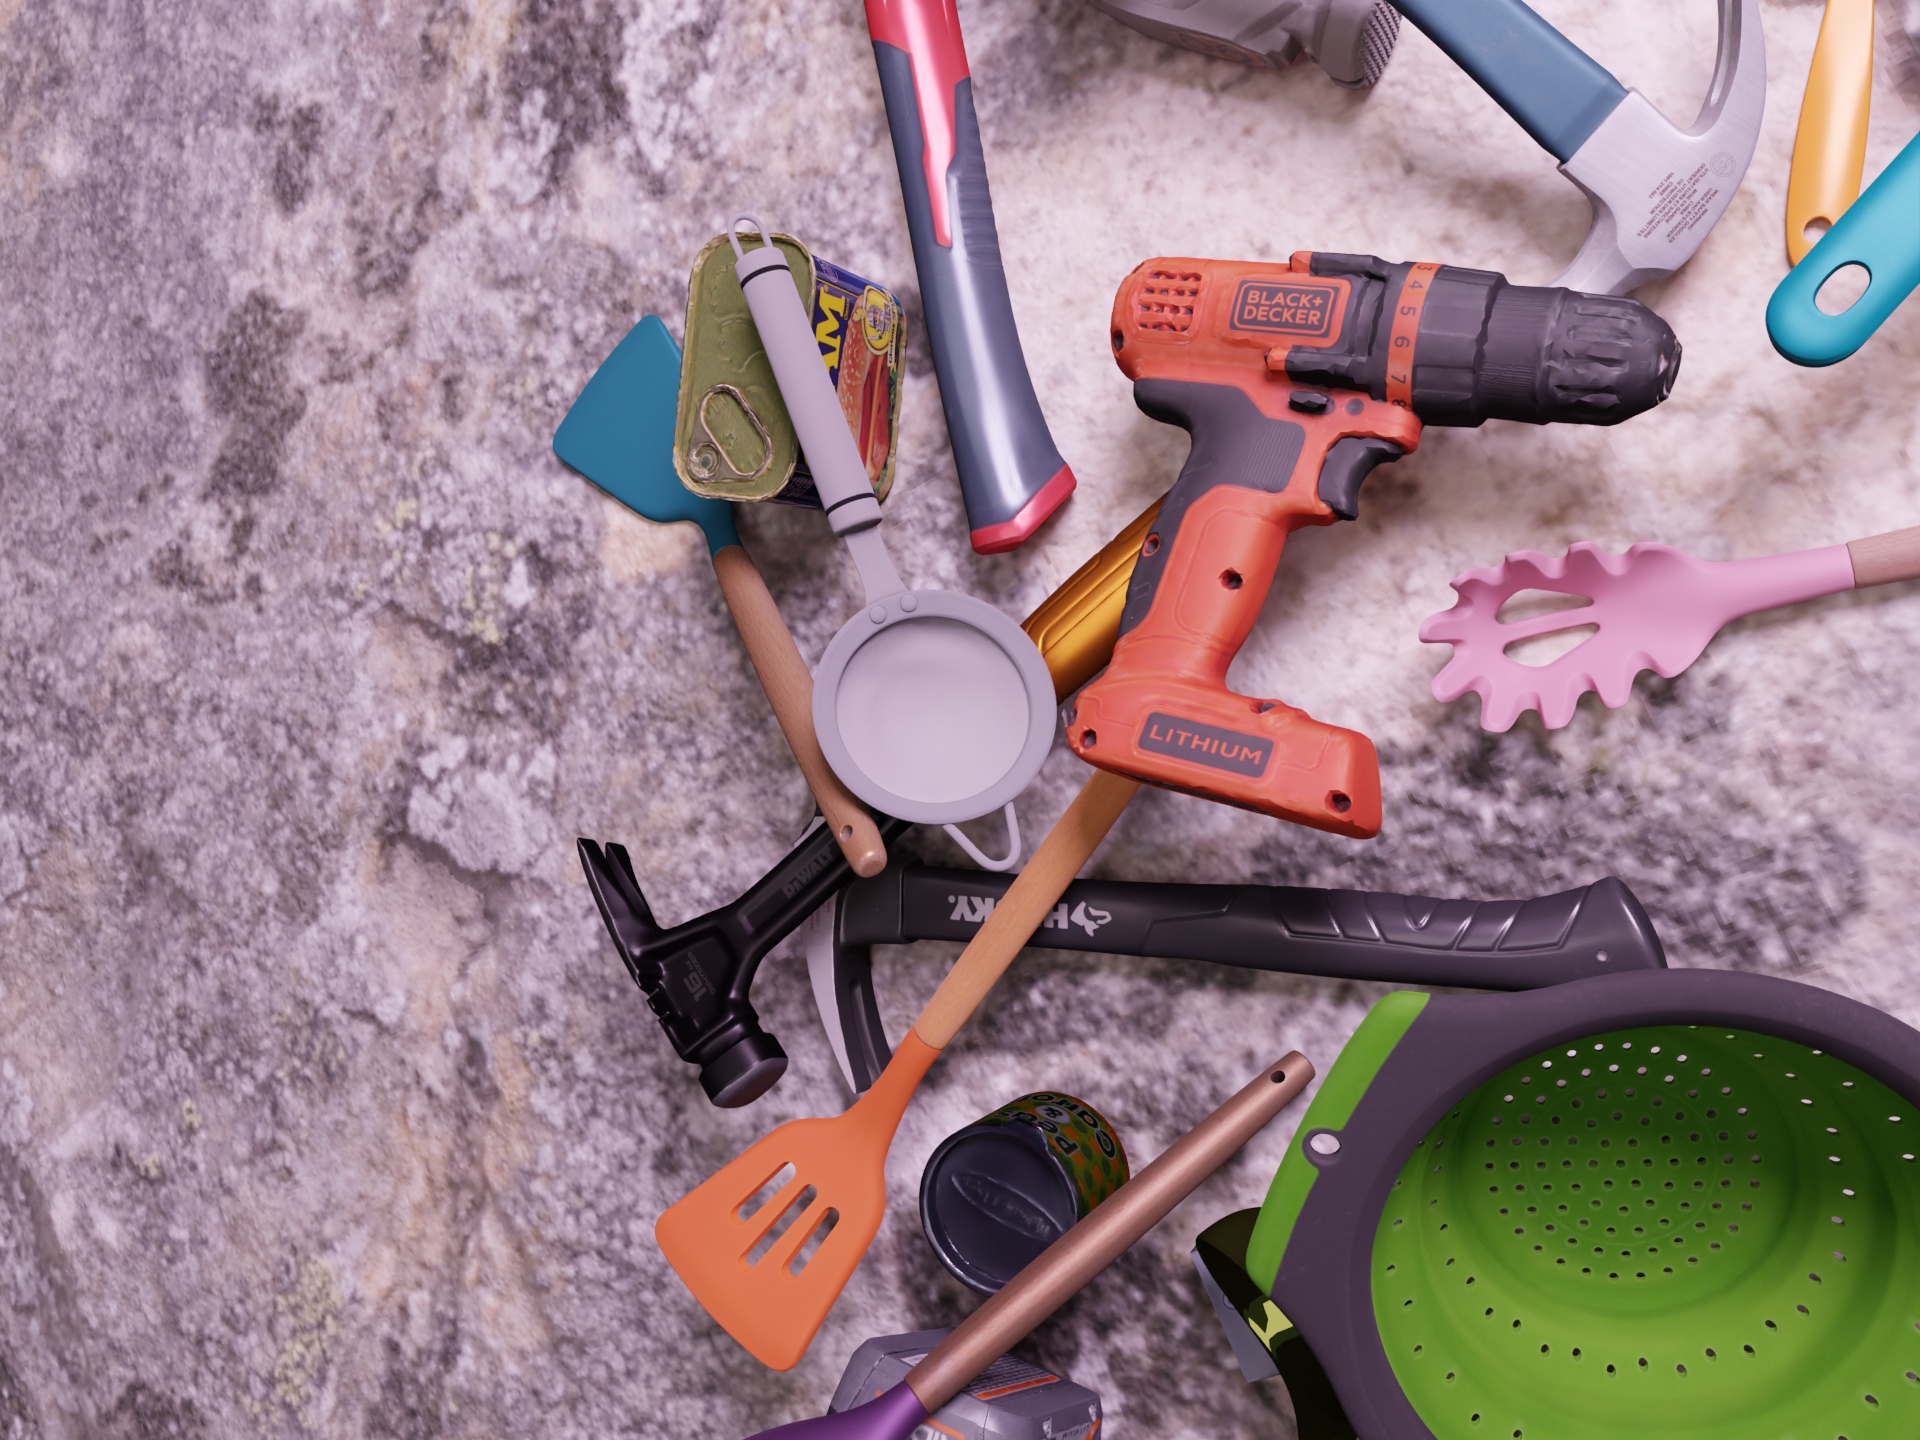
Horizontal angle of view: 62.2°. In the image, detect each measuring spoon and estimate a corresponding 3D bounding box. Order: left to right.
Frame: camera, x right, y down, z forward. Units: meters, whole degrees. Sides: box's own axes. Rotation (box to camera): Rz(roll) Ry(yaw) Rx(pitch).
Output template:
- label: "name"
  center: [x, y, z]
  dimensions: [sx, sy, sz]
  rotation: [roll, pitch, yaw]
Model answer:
- label: "measuring spoon"
  center: [0.281, -0.201, 0.508]
  dimensions: [0.021, 0.011, 0.117]
  rotation: [8, 95, 26]

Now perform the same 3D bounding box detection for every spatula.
- label: "spatula"
  center: [-0.096, -0.053, 0.644]
  dimensions: [0.082, 0.044, 0.318]
  rotation: [-47, 45, 17]
- label: "spatula"
  center: [-0.002, 0.103, 0.602]
  dimensions: [0.081, 0.041, 0.322]
  rotation: [40, 105, 21]
- label: "spatula"
  center: [0.004, 0.215, 0.550]
  dimensions: [0.316, 0.018, 0.060]
  rotation: [-35, 50, -15]

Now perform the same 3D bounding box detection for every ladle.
- label: "ladle"
  center: [0.105, 0.326, 0.549]
  dimensions: [0.078, 0.062, 0.320]
  rotation: [-168, 81, -68]

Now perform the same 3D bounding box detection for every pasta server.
- label: "pasta server"
  center: [0.304, -0.052, 0.487]
  dimensions: [0.316, 0.040, 0.060]
  rotation: [-12, 98, 25]

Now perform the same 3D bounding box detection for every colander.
- label: "colander"
  center: [0.287, 0.192, 0.484]
  dimensions: [0.397, 0.094, 0.204]
  rotation: [24, 106, 6]

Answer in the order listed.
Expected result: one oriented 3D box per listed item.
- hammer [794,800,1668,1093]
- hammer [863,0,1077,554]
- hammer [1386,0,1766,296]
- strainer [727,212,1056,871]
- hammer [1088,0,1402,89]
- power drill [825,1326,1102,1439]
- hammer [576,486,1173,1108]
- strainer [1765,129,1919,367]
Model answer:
- label: "hammer"
  center: [0.086, 0.082, 0.600]
  dimensions: [0.335, 0.035, 0.146]
  rotation: [1, 91, 26]
- label: "hammer"
  center: [-0.030, -0.254, 0.622]
  dimensions: [0.143, 0.038, 0.386]
  rotation: [-10, 90, -6]
- label: "hammer"
  center: [0.115, -0.262, 0.503]
  dimensions: [0.331, 0.033, 0.128]
  rotation: [39, 115, -5]
- label: "strainer"
  center: [-0.034, -0.066, 0.573]
  dimensions: [0.087, 0.050, 0.258]
  rotation: [-19, 85, -14]
- label: "hammer"
  center: [0.158, -0.439, 0.551]
  dimensions: [0.146, 0.038, 0.410]
  rotation: [27, 102, 25]
- label: "power drill"
  center: [-0.020, 0.356, 0.605]
  dimensions: [0.084, 0.185, 0.226]
  rotation: [16, 79, 25]
- label: "hammer"
  center: [-0.001, -0.002, 0.610]
  dimensions: [0.337, 0.034, 0.127]
  rotation: [-41, 67, 10]
- label: "strainer"
  center: [0.352, -0.231, 0.428]
  dimensions: [0.211, 0.095, 0.340]
  rotation: [45, 111, 19]
